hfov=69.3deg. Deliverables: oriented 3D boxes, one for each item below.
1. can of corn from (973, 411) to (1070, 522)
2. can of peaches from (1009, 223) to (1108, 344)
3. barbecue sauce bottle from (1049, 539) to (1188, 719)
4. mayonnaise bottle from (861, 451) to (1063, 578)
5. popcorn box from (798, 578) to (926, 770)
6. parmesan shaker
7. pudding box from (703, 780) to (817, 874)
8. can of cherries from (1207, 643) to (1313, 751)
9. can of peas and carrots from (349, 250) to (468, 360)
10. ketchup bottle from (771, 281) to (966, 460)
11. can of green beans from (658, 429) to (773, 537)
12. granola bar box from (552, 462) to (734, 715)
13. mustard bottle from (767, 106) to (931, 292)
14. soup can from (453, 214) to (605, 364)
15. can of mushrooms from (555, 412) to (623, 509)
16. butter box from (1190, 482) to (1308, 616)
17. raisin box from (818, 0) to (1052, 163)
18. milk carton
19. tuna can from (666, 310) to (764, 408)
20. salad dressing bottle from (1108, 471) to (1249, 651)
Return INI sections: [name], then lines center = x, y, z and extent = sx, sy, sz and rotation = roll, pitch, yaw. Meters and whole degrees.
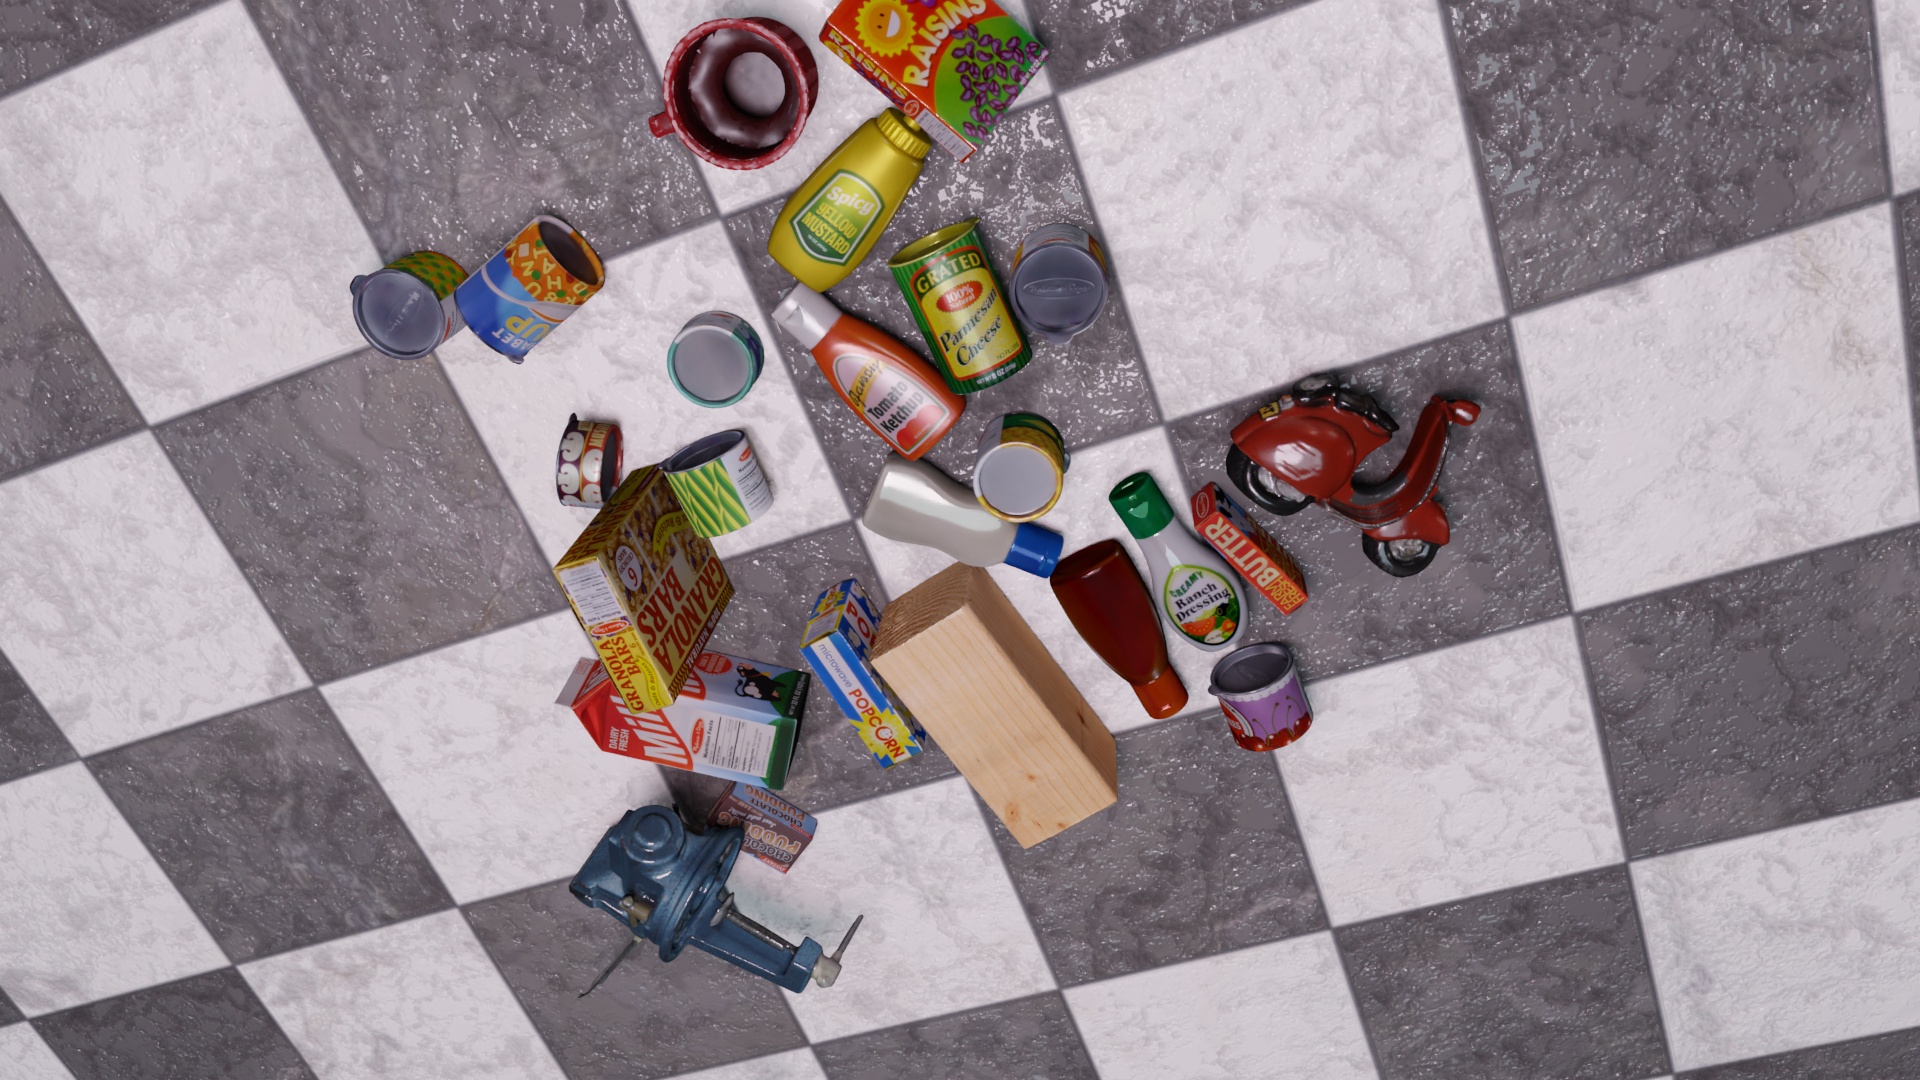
[can of corn]
center = 0.046, -0.053, 1.019
extent = 0.071, 0.058, 0.070
rotation = 2, 116, 4
[can of peaches]
center = 0.068, -0.178, 0.958
extent = 0.071, 0.058, 0.071
rotation = 2, 116, 3
[barbecue sauce bottle]
center = 0.129, 0.073, 1.081
extent = 0.065, 0.044, 0.148
rotation = -26, 111, 16
[mayonnaise bottle]
center = 0.004, -0.013, 1.052
extent = 0.148, 0.041, 0.064
rotation = 21, 117, -7
[popcorn box]
center = -0.072, 0.103, 1.088
extent = 0.038, 0.085, 0.126
rotation = -27, 110, 16
[parmesan shaker]
center = 0.004, -0.162, 0.967
extent = 0.071, 0.071, 0.102
rotation = -22, 112, 14
[pudding box]
center = -0.172, 0.245, 1.195
extent = 0.083, 0.030, 0.049
rotation = 33, 115, -11
[can of cherries]
center = 0.233, 0.123, 1.083
extent = 0.071, 0.072, 0.058
rotation = -19, 114, 13
[can of peas and carrots]
center = -0.394, -0.171, 0.999
extent = 0.071, 0.059, 0.070
rotation = 2, 115, 4
[ketchup bottle]
center = -0.069, -0.126, 1.002
extent = 0.148, 0.044, 0.064
rotation = 41, 118, -13
[can of green beans]
center = -0.180, -0.042, 1.039
extent = 0.071, 0.071, 0.057
rotation = -17, 113, 12
[granola bar box]
center = -0.228, 0.031, 1.023
extent = 0.039, 0.166, 0.123
rotation = -16, 113, 15
[mustard bottle]
center = -0.066, -0.244, 0.943
extent = 0.065, 0.049, 0.159
rotation = 36, 113, -15
[soup can]
center = -0.303, -0.178, 0.983
extent = 0.083, 0.072, 0.071
rotation = -35, 108, 19
[can of mushrooms]
center = -0.277, -0.059, 1.039
extent = 0.033, 0.071, 0.070
rotation = 7, 116, 1
[butter box]
center = 0.216, 0.006, 1.036
extent = 0.103, 0.053, 0.024
rotation = 42, 114, -14
[raisin box]
center = -0.016, -0.318, 0.891
extent = 0.123, 0.040, 0.086
rotation = 38, 84, -13
[milk carton]
center = -0.224, 0.134, 1.123
extent = 0.191, 0.073, 0.073
rotation = 13, 116, -3
[tuna can]
center = -0.179, -0.129, 1.016
extent = 0.071, 0.033, 0.070
rotation = 2, 115, 4
[salad dressing bottle]
center = 0.164, 0.016, 1.050
extent = 0.064, 0.044, 0.147
rotation = -31, 109, 15
